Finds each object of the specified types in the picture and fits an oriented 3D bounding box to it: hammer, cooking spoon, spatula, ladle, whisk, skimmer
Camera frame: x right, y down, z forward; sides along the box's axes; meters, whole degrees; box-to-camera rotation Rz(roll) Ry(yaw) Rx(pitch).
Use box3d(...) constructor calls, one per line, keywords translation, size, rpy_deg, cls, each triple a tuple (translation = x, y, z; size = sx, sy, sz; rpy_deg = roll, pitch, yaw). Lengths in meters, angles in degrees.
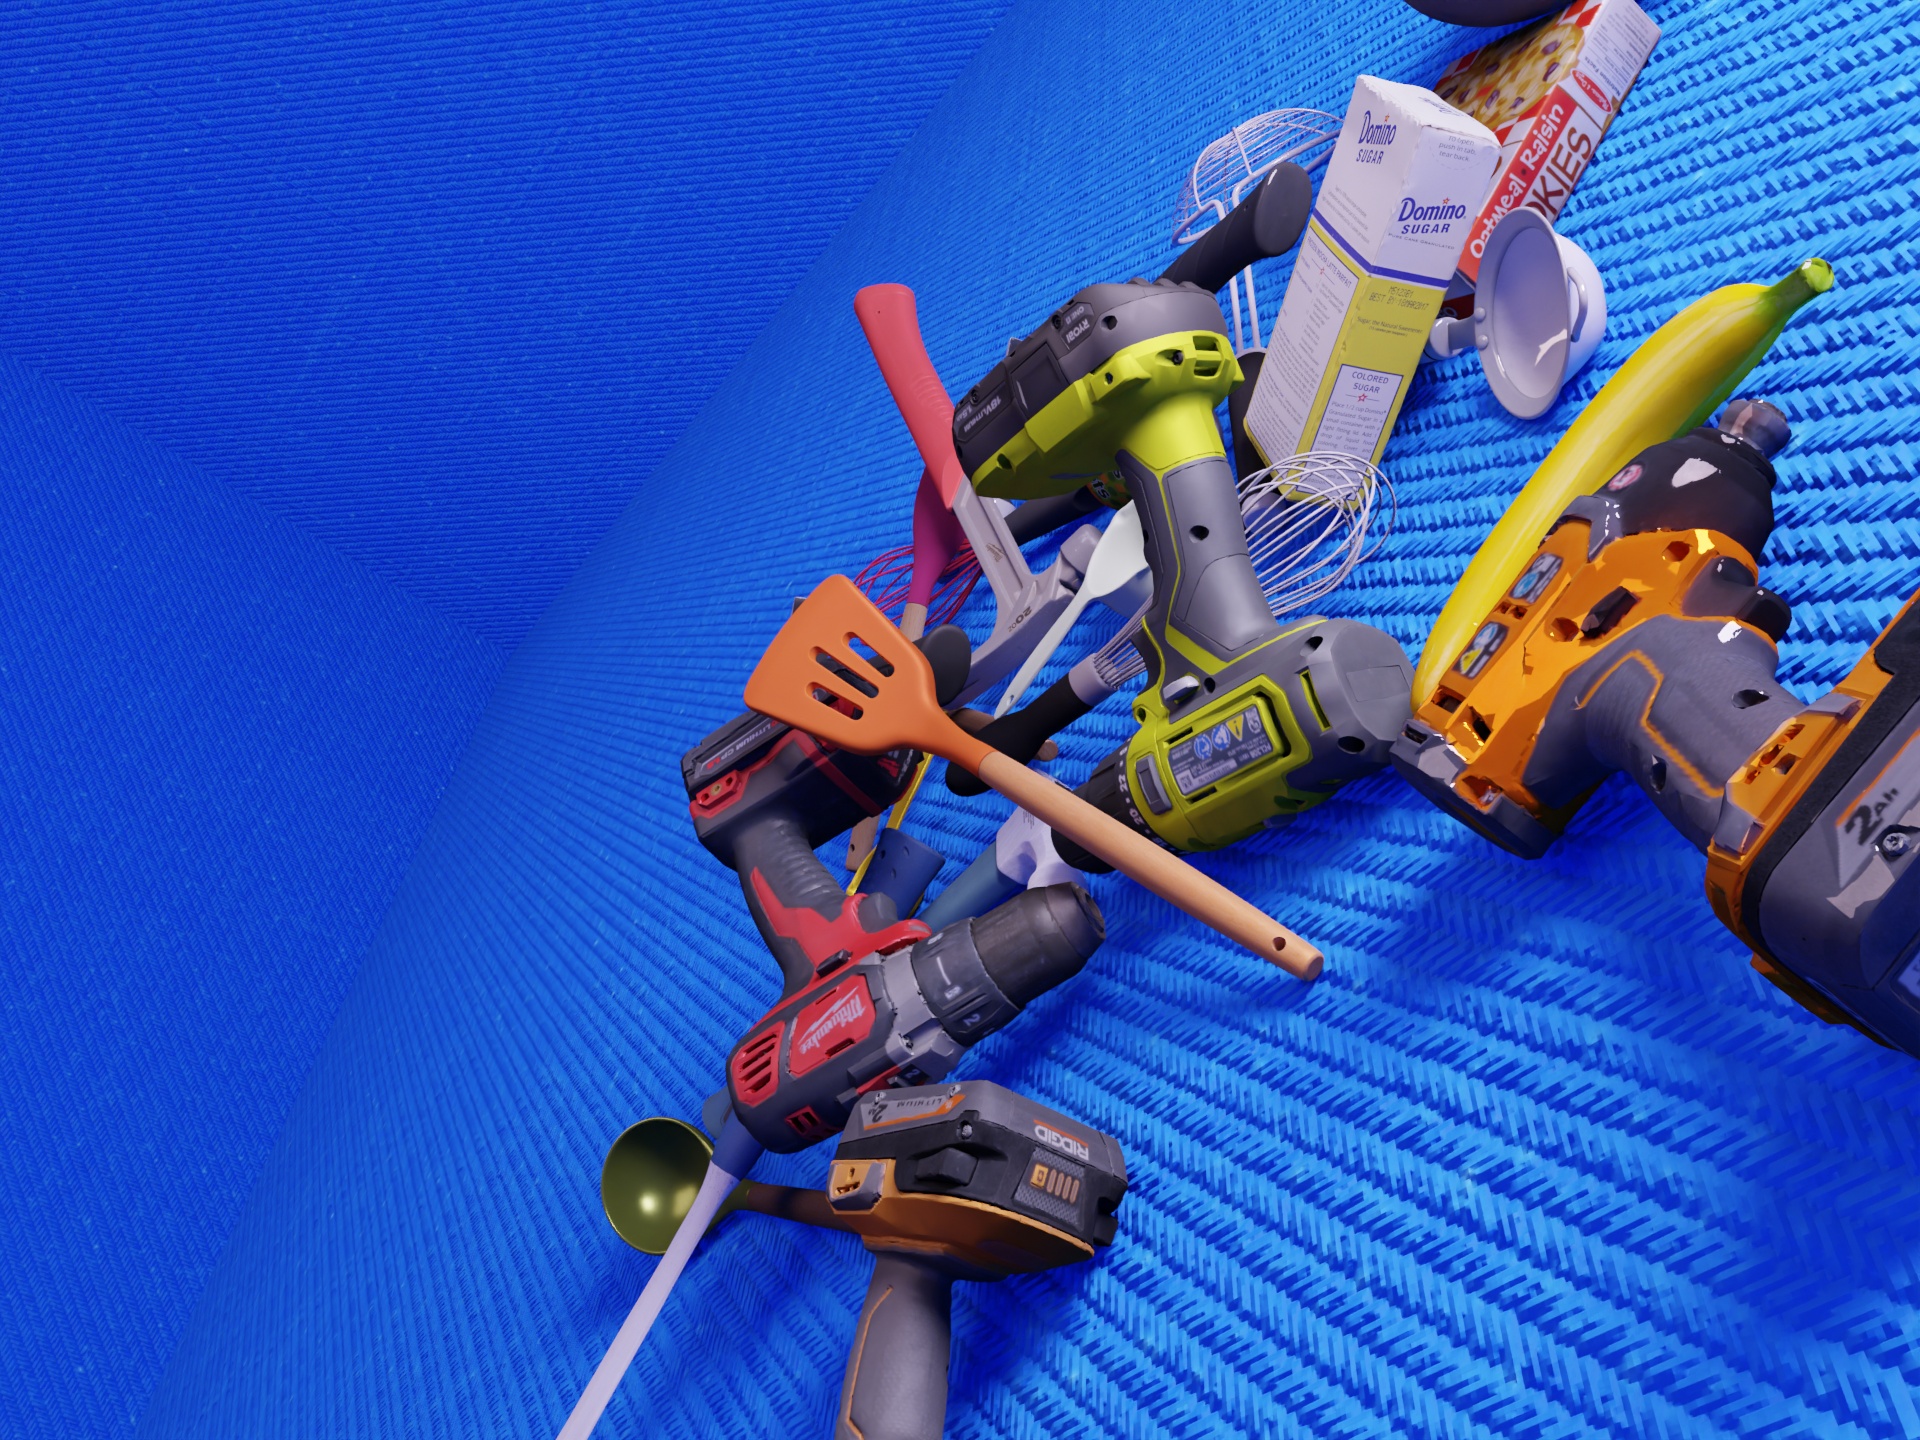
box3d(translation=(-0.045, 0.143, 0.880), size=(0.331, 0.033, 0.128), rpy_deg=(-45, 24, 29), cls="hammer")
box3d(translation=(-0.016, -0.175, 1.070), size=(0.149, 0.036, 0.359), rpy_deg=(-41, 48, 21), cls="hammer")
box3d(translation=(-0.035, -0.053, 1.068), size=(0.069, 0.017, 0.319), rpy_deg=(-4, 68, 47), cls="cooking spoon")
box3d(translation=(-0.119, 0.237, 0.794), size=(0.144, 0.035, 0.405), rpy_deg=(8, 65, 57), cls="hammer")
box3d(translation=(0.024, 0.026, 0.690), size=(0.323, 0.041, 0.081), rpy_deg=(31, 82, 42), cls="spatula")
box3d(translation=(-0.065, -0.027, 1.027), size=(0.335, 0.035, 0.146), rpy_deg=(167, 111, -69), cls="hammer")
box3d(translation=(-0.104, 0.251, 0.827), size=(0.320, 0.062, 0.078), rpy_deg=(-17, 69, 56), cls="ladle")
box3d(translation=(0.087, -0.037, 0.770), size=(0.284, 0.070, 0.070), rpy_deg=(-37, 28, 34), cls="whisk")
box3d(translation=(-0.002, -0.003, 1.021), size=(0.060, 0.018, 0.316), rpy_deg=(-58, 19, -4), cls="spatula")
box3d(translation=(0.097, -0.234, 0.988), size=(0.409, 0.036, 0.149), rpy_deg=(154, 129, -67), cls="hammer")
box3d(translation=(0.011, -0.116, 1.105), size=(0.296, 0.073, 0.073), rpy_deg=(-26, 36, 45), cls="whisk")
box3d(translation=(0.183, -0.234, 0.930), size=(0.127, 0.090, 0.364), rpy_deg=(-27, 44, 35), cls="skimmer")

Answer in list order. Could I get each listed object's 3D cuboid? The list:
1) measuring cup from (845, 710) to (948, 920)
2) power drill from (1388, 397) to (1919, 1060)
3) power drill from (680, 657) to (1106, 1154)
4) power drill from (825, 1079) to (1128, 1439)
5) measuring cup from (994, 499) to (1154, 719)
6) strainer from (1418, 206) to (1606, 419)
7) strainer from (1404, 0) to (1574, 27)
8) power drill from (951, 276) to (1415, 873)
box3d(translation=(-0.027, 0.062, 0.970), size=(0.062, 0.029, 0.157), rpy_deg=(-30, 31, 51), cls="measuring cup")
box3d(translation=(0.226, -0.015, 0.439), size=(0.164, 0.084, 0.227), rpy_deg=(-54, 17, 5), cls="power drill")
box3d(translation=(-0.040, 0.075, 0.770), size=(0.188, 0.080, 0.227), rpy_deg=(-32, 46, 12), cls="power drill")
box3d(translation=(-0.007, 0.251, 0.575), size=(0.185, 0.084, 0.226), rpy_deg=(-25, 42, 55), cls="power drill")
box3d(translation=(0.081, -0.057, 0.889), size=(0.167, 0.038, 0.083), rpy_deg=(-52, 21, 18), cls="measuring cup")
box3d(translation=(0.228, -0.178, 0.730), size=(0.258, 0.050, 0.087), rpy_deg=(-155, 57, -75), cls="strainer")
box3d(translation=(0.285, -0.383, 0.743), size=(0.211, 0.095, 0.340), rpy_deg=(-24, 18, 26), cls="strainer")
box3d(translation=(0.079, -0.053, 0.690), size=(0.190, 0.080, 0.229), rpy_deg=(-33, 72, 47), cls="power drill")
